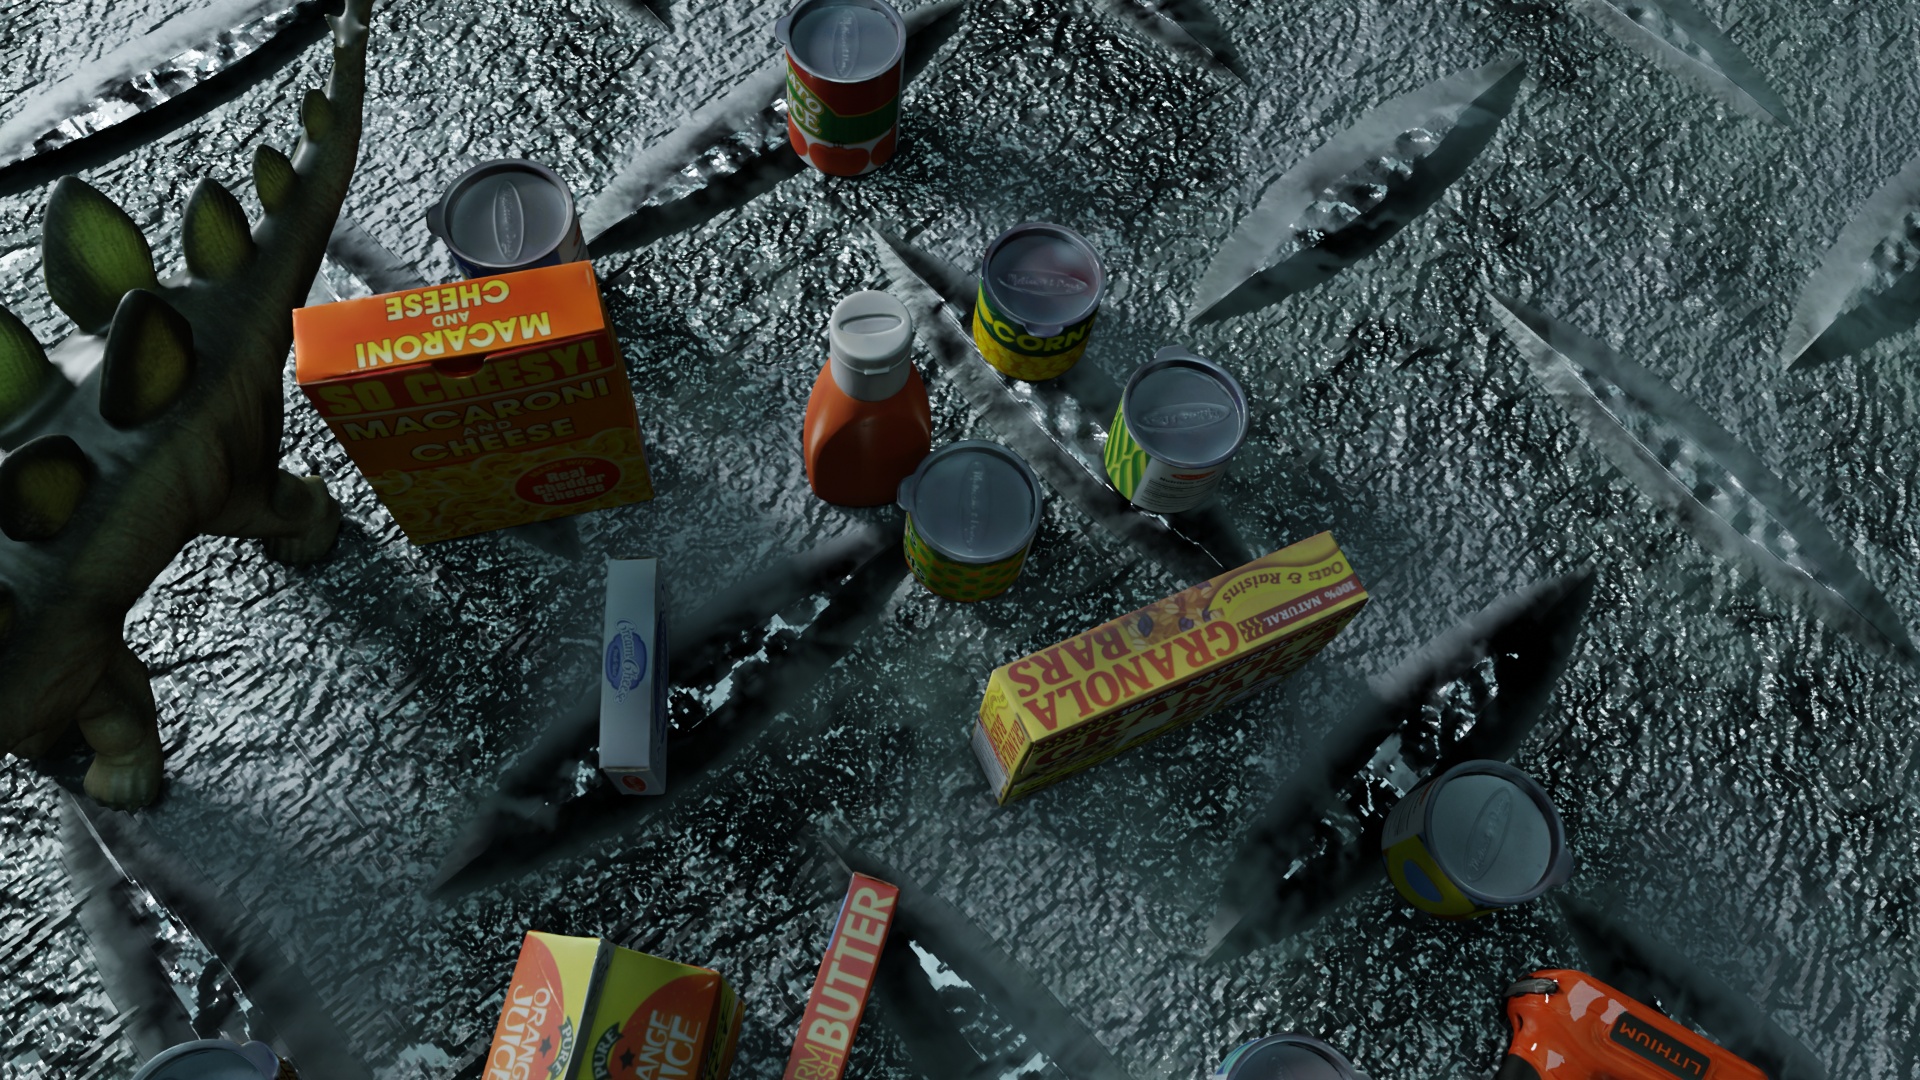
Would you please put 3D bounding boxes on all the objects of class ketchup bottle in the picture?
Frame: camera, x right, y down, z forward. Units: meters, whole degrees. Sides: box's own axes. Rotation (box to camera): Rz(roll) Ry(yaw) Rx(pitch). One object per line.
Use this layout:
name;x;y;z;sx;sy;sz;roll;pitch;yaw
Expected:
ketchup bottle;-0.044;-0.065;0.669;0.065;0.148;0.043;-8;68;-8

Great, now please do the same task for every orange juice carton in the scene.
orange juice carton;-0.130;0.197;0.525;0.073;0.192;0.072;12;67;0

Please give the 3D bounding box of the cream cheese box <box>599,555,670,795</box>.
cream cheese box;-0.153;0.064;0.655;0.024;0.053;0.104;-1;67;-6

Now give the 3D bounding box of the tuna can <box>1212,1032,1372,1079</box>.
tuna can;0.146;0.252;0.613;0.071;0.032;0.071;2;67;-4

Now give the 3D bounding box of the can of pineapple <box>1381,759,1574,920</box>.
can of pineapple;0.241;0.144;0.654;0.071;0.057;0.071;2;67;-4

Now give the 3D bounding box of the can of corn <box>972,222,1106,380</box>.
can of corn;0.041;-0.126;0.752;0.071;0.058;0.071;2;67;-4

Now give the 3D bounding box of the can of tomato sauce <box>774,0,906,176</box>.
can of tomato sauce;-0.067;-0.257;0.785;0.071;0.082;0.071;2;67;-4

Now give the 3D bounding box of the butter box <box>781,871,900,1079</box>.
butter box;-0.053;0.201;0.606;0.024;0.053;0.104;18;67;3

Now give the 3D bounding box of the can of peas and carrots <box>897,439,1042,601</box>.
can of peas and carrots;0.002;-0.009;0.698;0.071;0.058;0.071;2;67;-4

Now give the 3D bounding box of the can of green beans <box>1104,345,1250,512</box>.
can of green beans;0.112;-0.055;0.728;0.071;0.057;0.071;2;67;-4

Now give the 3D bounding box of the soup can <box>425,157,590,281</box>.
soup can;-0.230;-0.146;0.722;0.071;0.083;0.071;2;67;-4

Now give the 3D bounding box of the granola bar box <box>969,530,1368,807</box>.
granola bar box;0.091;0.063;0.640;0.166;0.123;0.039;-22;71;-13

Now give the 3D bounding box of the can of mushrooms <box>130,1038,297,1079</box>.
can of mushrooms;-0.309;0.241;0.576;0.071;0.033;0.071;2;67;-4

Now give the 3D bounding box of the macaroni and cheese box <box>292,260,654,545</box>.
macaroni and cheese box;-0.214;-0.057;0.641;0.124;0.165;0.040;-12;69;-10
